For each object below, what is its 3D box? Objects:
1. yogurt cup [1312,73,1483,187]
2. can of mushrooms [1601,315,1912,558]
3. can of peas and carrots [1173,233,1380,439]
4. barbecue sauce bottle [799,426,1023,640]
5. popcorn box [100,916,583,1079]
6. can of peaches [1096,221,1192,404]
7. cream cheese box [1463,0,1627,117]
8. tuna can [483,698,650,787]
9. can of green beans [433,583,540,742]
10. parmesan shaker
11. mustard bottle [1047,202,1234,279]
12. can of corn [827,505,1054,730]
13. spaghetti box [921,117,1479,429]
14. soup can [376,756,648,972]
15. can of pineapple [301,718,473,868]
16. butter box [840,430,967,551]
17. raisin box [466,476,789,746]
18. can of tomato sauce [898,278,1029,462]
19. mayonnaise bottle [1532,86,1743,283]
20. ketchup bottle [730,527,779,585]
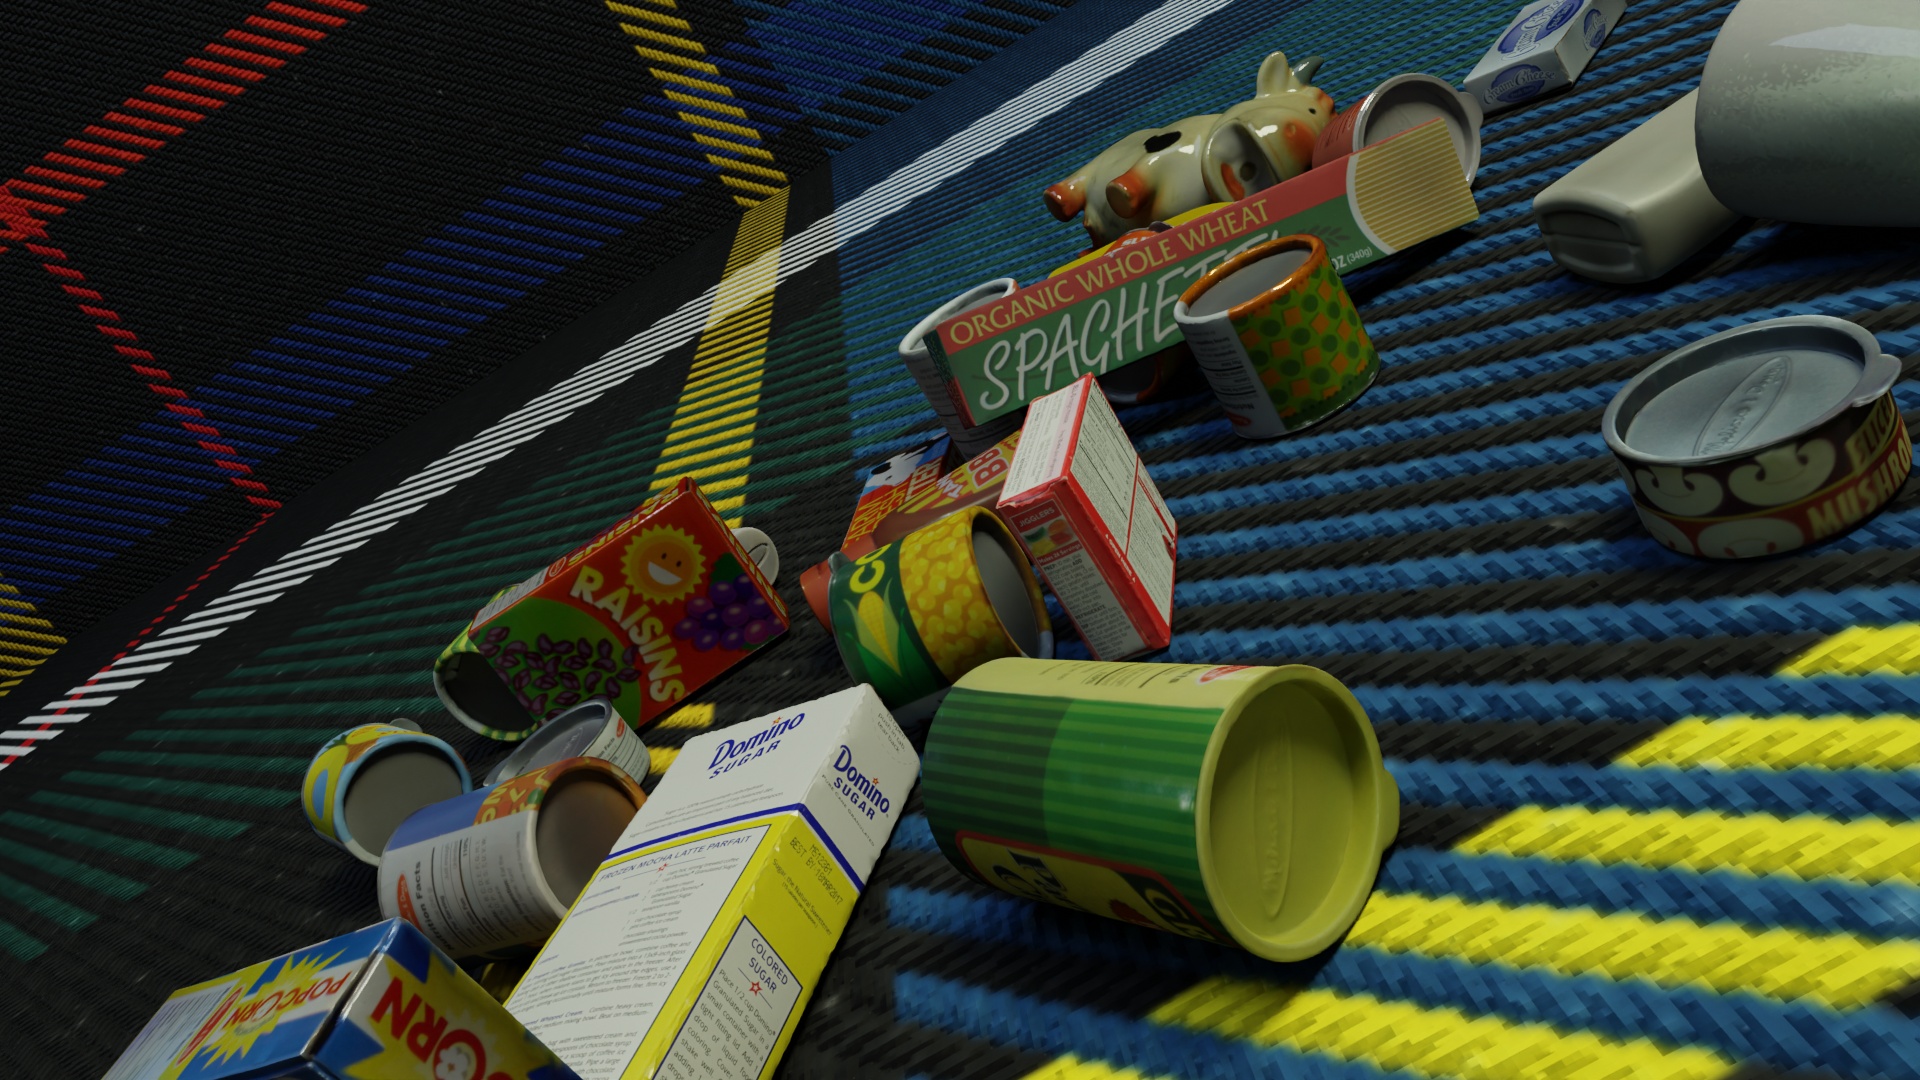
[{"bbox_3d":[0.208,-0.187,0.677,0.072,0.072,0.054,-37,13,-10],"label":"yogurt cup"},{"bbox_3d":[0.210,-0.027,0.364,0.071,0.033,0.071,-28,21,12],"label":"can of mushrooms"},{"bbox_3d":[0.131,-0.085,0.567,0.071,0.058,0.071,-28,22,12],"label":"can of peas and carrots"},{"bbox_3d":[0.002,-0.008,0.601,0.148,0.043,0.065,-32,18,4],"label":"barbecue sauce bottle"},{"bbox_3d":[-0.123,0.148,0.322,0.085,0.126,0.038,-22,27,27],"label":"popcorn box"},{"bbox_3d":[0.084,-0.109,0.671,0.071,0.071,0.058,-4,36,52],"label":"can of peaches"},{"bbox_3d":[0.317,-0.268,0.752,0.053,0.024,0.104,-10,31,49],"label":"cream cheese box"},{"bbox_3d":[-0.176,0.105,0.621,0.071,0.032,0.071,-28,21,12],"label":"tuna can"},{"bbox_3d":[-0.240,0.066,0.751,0.071,0.071,0.058,-21,24,28],"label":"can of green beans"},{"bbox_3d":[0.047,0.064,0.355,0.103,0.071,0.071,-5,34,52],"label":"parmesan shaker"},{"bbox_3d":[0.087,-0.135,0.752,0.160,0.048,0.066,-12,28,44],"label":"mustard bottle"},{"bbox_3d":[-0.007,0.025,0.504,0.058,0.071,0.071,-25,22,19],"label":"can of corn"},{"bbox_3d":[0.107,-0.118,0.617,0.250,0.050,0.028,-23,5,-5],"label":"spaghetti box"},{"bbox_3d":[-0.163,0.121,0.524,0.083,0.071,0.072,-20,24,28],"label":"soup can"},{"bbox_3d":[-0.280,0.123,0.680,0.058,0.071,0.071,-3,36,51],"label":"can of pineapple"},{"bbox_3d":[-0.026,-0.016,0.685,0.053,0.024,0.104,-26,22,18],"label":"butter box"},{"bbox_3d":[-0.156,0.039,0.664,0.123,0.086,0.040,-34,16,-1],"label":"raisin box"},{"bbox_3d":[0.019,-0.075,0.669,0.071,0.083,0.071,-28,21,12],"label":"can of tomato sauce"},{"bbox_3d":[0.289,-0.150,0.511,0.148,0.041,0.065,-33,22,-4],"label":"mayonnaise bottle"},{"bbox_3d":[-0.160,0.020,0.770,0.148,0.043,0.065,-11,31,44],"label":"ketchup bottle"}]
